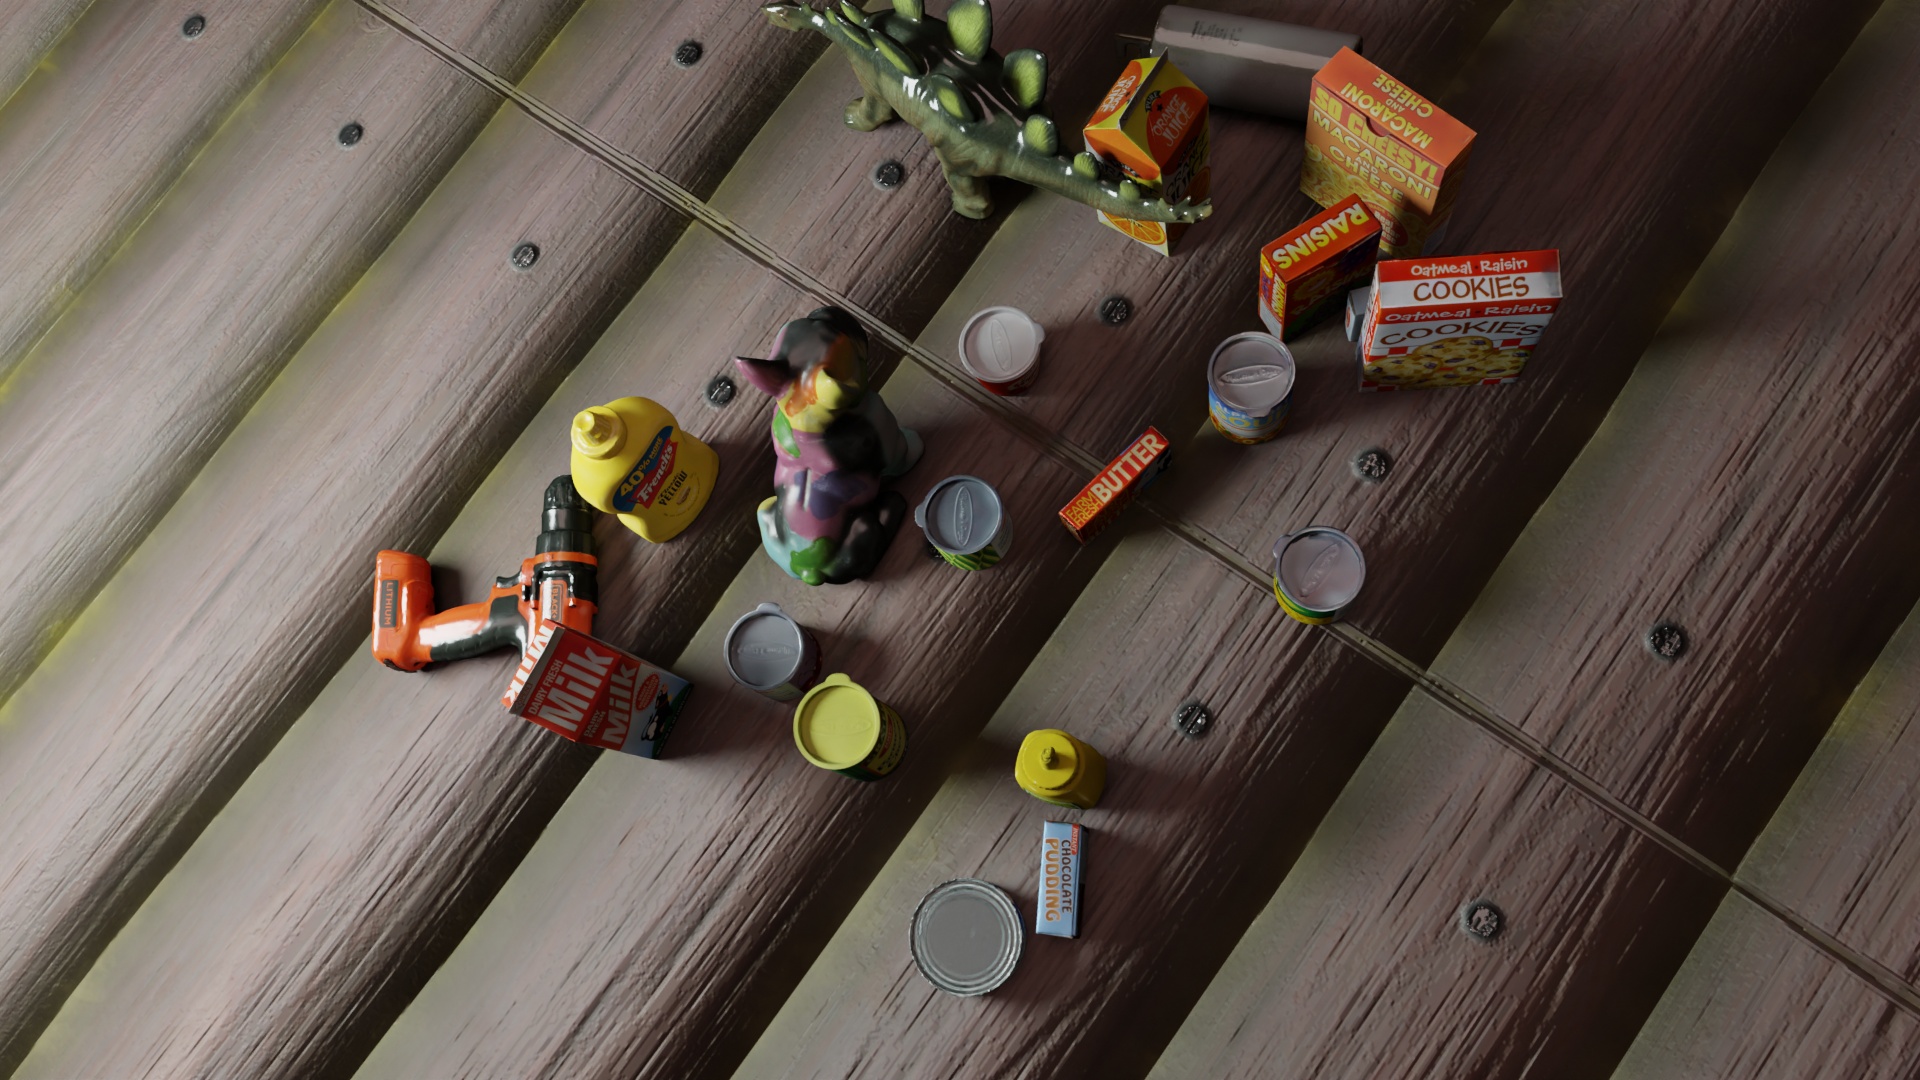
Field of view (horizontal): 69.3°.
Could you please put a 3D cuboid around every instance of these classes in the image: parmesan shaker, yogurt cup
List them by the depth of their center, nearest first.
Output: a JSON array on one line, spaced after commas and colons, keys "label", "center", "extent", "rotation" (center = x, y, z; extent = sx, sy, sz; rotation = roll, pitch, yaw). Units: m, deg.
[{"label": "parmesan shaker", "center": [-0.082, 0.146, 1.072], "extent": [0.071, 0.103, 0.071], "rotation": [-3, 74, 10]}, {"label": "yogurt cup", "center": [0.036, -0.155, 1.161], "extent": [0.072, 0.054, 0.072], "rotation": [-3, 74, 10]}]

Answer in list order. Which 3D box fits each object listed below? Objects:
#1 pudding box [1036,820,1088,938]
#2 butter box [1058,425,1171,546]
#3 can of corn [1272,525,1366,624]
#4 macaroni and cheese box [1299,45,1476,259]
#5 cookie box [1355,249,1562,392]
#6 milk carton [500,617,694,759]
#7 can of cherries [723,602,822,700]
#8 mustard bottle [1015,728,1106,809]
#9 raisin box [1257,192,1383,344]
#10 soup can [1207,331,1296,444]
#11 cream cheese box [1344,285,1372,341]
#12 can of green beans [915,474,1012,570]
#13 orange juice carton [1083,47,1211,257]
[{"label": "pudding box", "center": [0.077, 0.254, 1.040], "extent": [0.030, 0.049, 0.084], "rotation": [2, 75, 11]}, {"label": "butter box", "center": [0.125, -0.042, 1.112], "extent": [0.103, 0.053, 0.024], "rotation": [-43, 72, -3]}, {"label": "can of corn", "center": [0.272, 0.026, 1.063], "extent": [0.071, 0.058, 0.071], "rotation": [-3, 74, 10]}, {"label": "macaroni and cheese box", "center": [0.329, -0.294, 1.086], "extent": [0.124, 0.166, 0.040], "rotation": [42, 86, 18]}, {"label": "cookie box", "center": [0.367, -0.162, 1.041], "extent": [0.123, 0.167, 0.040], "rotation": [-3, 75, 10]}, {"label": "milk carton", "center": [-0.285, 0.115, 1.072], "extent": [0.073, 0.190, 0.072], "rotation": [23, 80, 16]}, {"label": "can of cherries", "center": [-0.150, 0.091, 1.123], "extent": [0.071, 0.058, 0.071], "rotation": [-3, 74, 10]}, {"label": "mustard bottle", "center": [0.069, 0.165, 1.008], "extent": [0.065, 0.160, 0.049], "rotation": [14, 78, 14]}, {"label": "raisin box", "center": [0.280, -0.211, 1.094], "extent": [0.086, 0.123, 0.040], "rotation": [-30, 72, 2]}, {"label": "soup can", "center": [0.229, -0.116, 1.098], "extent": [0.071, 0.083, 0.071], "rotation": [-3, 74, 10]}, {"label": "cream cheese box", "center": [0.361, -0.190, 1.110], "extent": [0.104, 0.053, 0.024], "rotation": [-12, 73, 7]}, {"label": "can of green beans", "center": [0.006, -0.014, 1.124], "extent": [0.071, 0.057, 0.071], "rotation": [-3, 74, 10]}, {"label": "orange juice carton", "center": [0.151, -0.312, 1.110], "extent": [0.073, 0.192, 0.072], "rotation": [32, 83, 17]}]
